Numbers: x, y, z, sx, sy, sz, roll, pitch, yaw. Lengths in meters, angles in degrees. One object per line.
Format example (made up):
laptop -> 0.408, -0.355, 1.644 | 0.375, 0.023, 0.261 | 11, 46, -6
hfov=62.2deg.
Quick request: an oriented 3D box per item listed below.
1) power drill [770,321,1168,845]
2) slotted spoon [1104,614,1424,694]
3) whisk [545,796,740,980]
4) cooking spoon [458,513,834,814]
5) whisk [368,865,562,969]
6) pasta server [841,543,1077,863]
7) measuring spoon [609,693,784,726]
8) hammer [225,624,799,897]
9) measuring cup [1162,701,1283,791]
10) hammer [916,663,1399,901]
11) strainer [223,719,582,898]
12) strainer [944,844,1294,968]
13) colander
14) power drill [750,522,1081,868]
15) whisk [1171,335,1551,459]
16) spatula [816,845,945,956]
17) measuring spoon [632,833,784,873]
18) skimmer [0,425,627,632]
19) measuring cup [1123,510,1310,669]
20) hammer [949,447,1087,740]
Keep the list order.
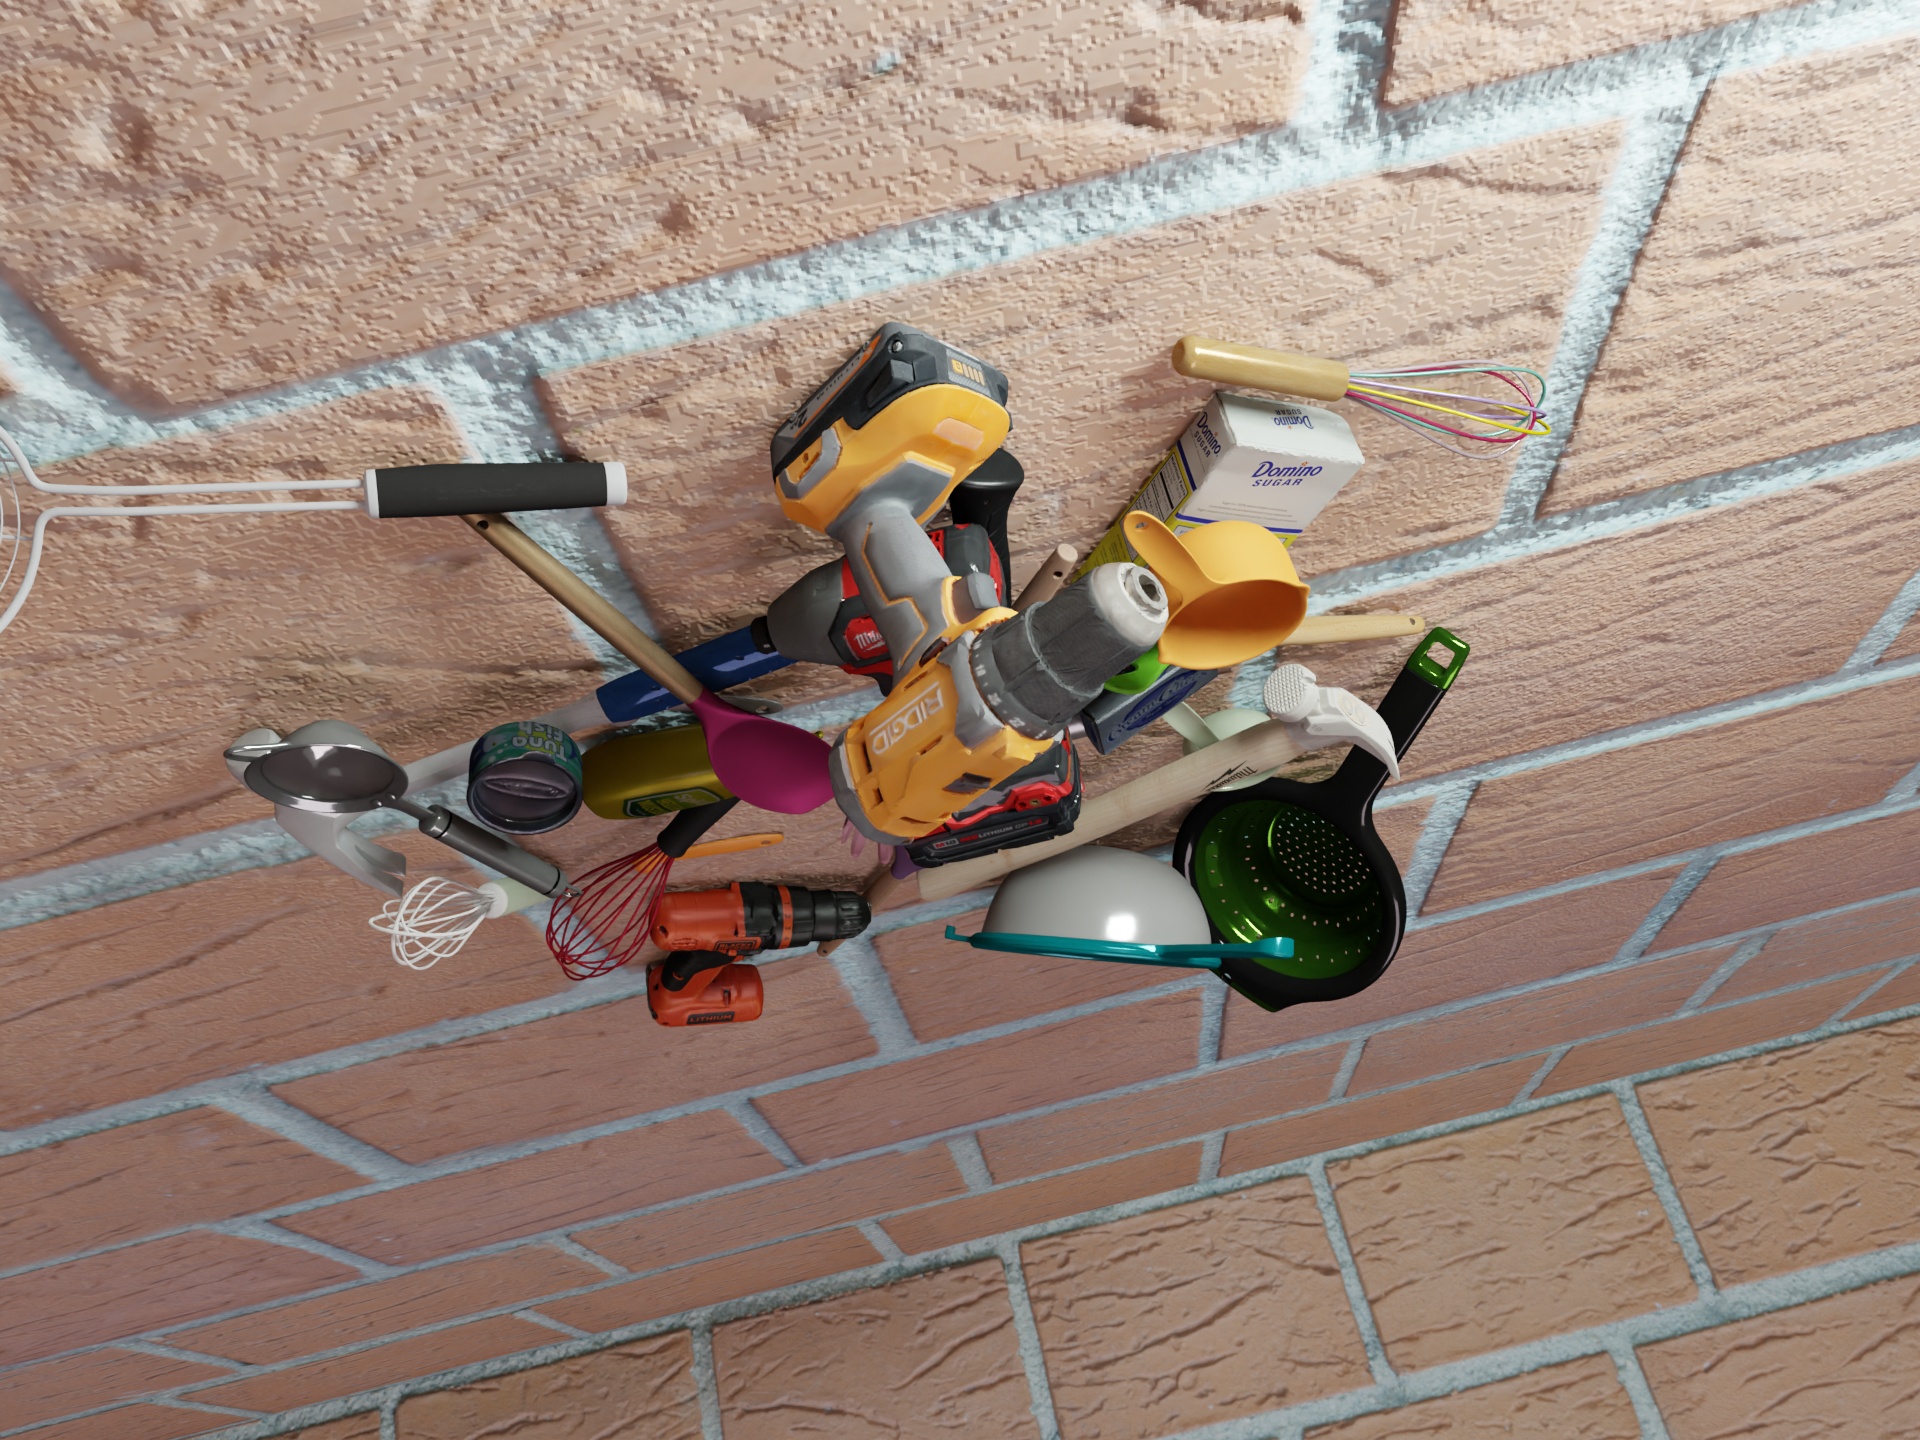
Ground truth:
power drill -> -0.001, -0.078, 0.745 | 0.084, 0.226, 0.185 | 14, 141, -42
slotted spoon -> 0.195, -0.056, 1.063 | 0.313, 0.070, 0.031 | -5, 162, -31
whisk -> -0.218, 0.101, 1.148 | 0.073, 0.073, 0.295 | 12, 136, -40
cooking spoon -> -0.169, -0.029, 0.908 | 0.069, 0.017, 0.318 | -31, 136, 14
whisk -> -0.321, 0.123, 1.072 | 0.059, 0.058, 0.246 | 8, -178, 7
pasta server -> -0.002, -0.003, 1.009 | 0.060, 0.040, 0.316 | 14, 141, -19
measuring spoon -> -0.172, -0.005, 1.019 | 0.124, 0.018, 0.034 | 1, 148, -23
hammer -> -0.222, -0.002, 0.964 | 0.405, 0.035, 0.143 | -20, 135, 6
measuring cup -> 0.183, 0.003, 1.186 | 0.083, 0.038, 0.167 | -25, 144, 25
hammer -> 0.130, 0.070, 1.221 | 0.410, 0.038, 0.146 | -26, 142, 36
strainer -> -0.319, 0.055, 0.943 | 0.087, 0.050, 0.258 | -21, 142, 25
strainer -> 0.149, 0.148, 1.288 | 0.210, 0.095, 0.340 | 11, 168, -30
colander -> 0.317, 0.070, 1.303 | 0.094, 0.205, 0.396 | -34, 155, -47
power drill -> -0.020, -0.013, 0.924 | 0.143, 0.079, 0.219 | -15, 136, 14
whisk -> 0.225, -0.180, 0.862 | 0.245, 0.047, 0.051 | 4, 149, -24
spatula -> -0.063, 0.134, 1.316 | 0.060, 0.018, 0.315 | 35, 142, -4
measuring spoon -> -0.192, 0.102, 1.216 | 0.117, 0.011, 0.021 | -10, 152, -8
skimmer -> -0.328, -0.091, 0.718 | 0.363, 0.090, 0.127 | -6, 116, -21
measuring cup -> 0.127, -0.090, 0.879 | 0.095, 0.052, 0.173 | -27, 145, 21
hammer -> 0.012, -0.059, 0.992 | 0.146, 0.035, 0.334 | -13, 152, -3
